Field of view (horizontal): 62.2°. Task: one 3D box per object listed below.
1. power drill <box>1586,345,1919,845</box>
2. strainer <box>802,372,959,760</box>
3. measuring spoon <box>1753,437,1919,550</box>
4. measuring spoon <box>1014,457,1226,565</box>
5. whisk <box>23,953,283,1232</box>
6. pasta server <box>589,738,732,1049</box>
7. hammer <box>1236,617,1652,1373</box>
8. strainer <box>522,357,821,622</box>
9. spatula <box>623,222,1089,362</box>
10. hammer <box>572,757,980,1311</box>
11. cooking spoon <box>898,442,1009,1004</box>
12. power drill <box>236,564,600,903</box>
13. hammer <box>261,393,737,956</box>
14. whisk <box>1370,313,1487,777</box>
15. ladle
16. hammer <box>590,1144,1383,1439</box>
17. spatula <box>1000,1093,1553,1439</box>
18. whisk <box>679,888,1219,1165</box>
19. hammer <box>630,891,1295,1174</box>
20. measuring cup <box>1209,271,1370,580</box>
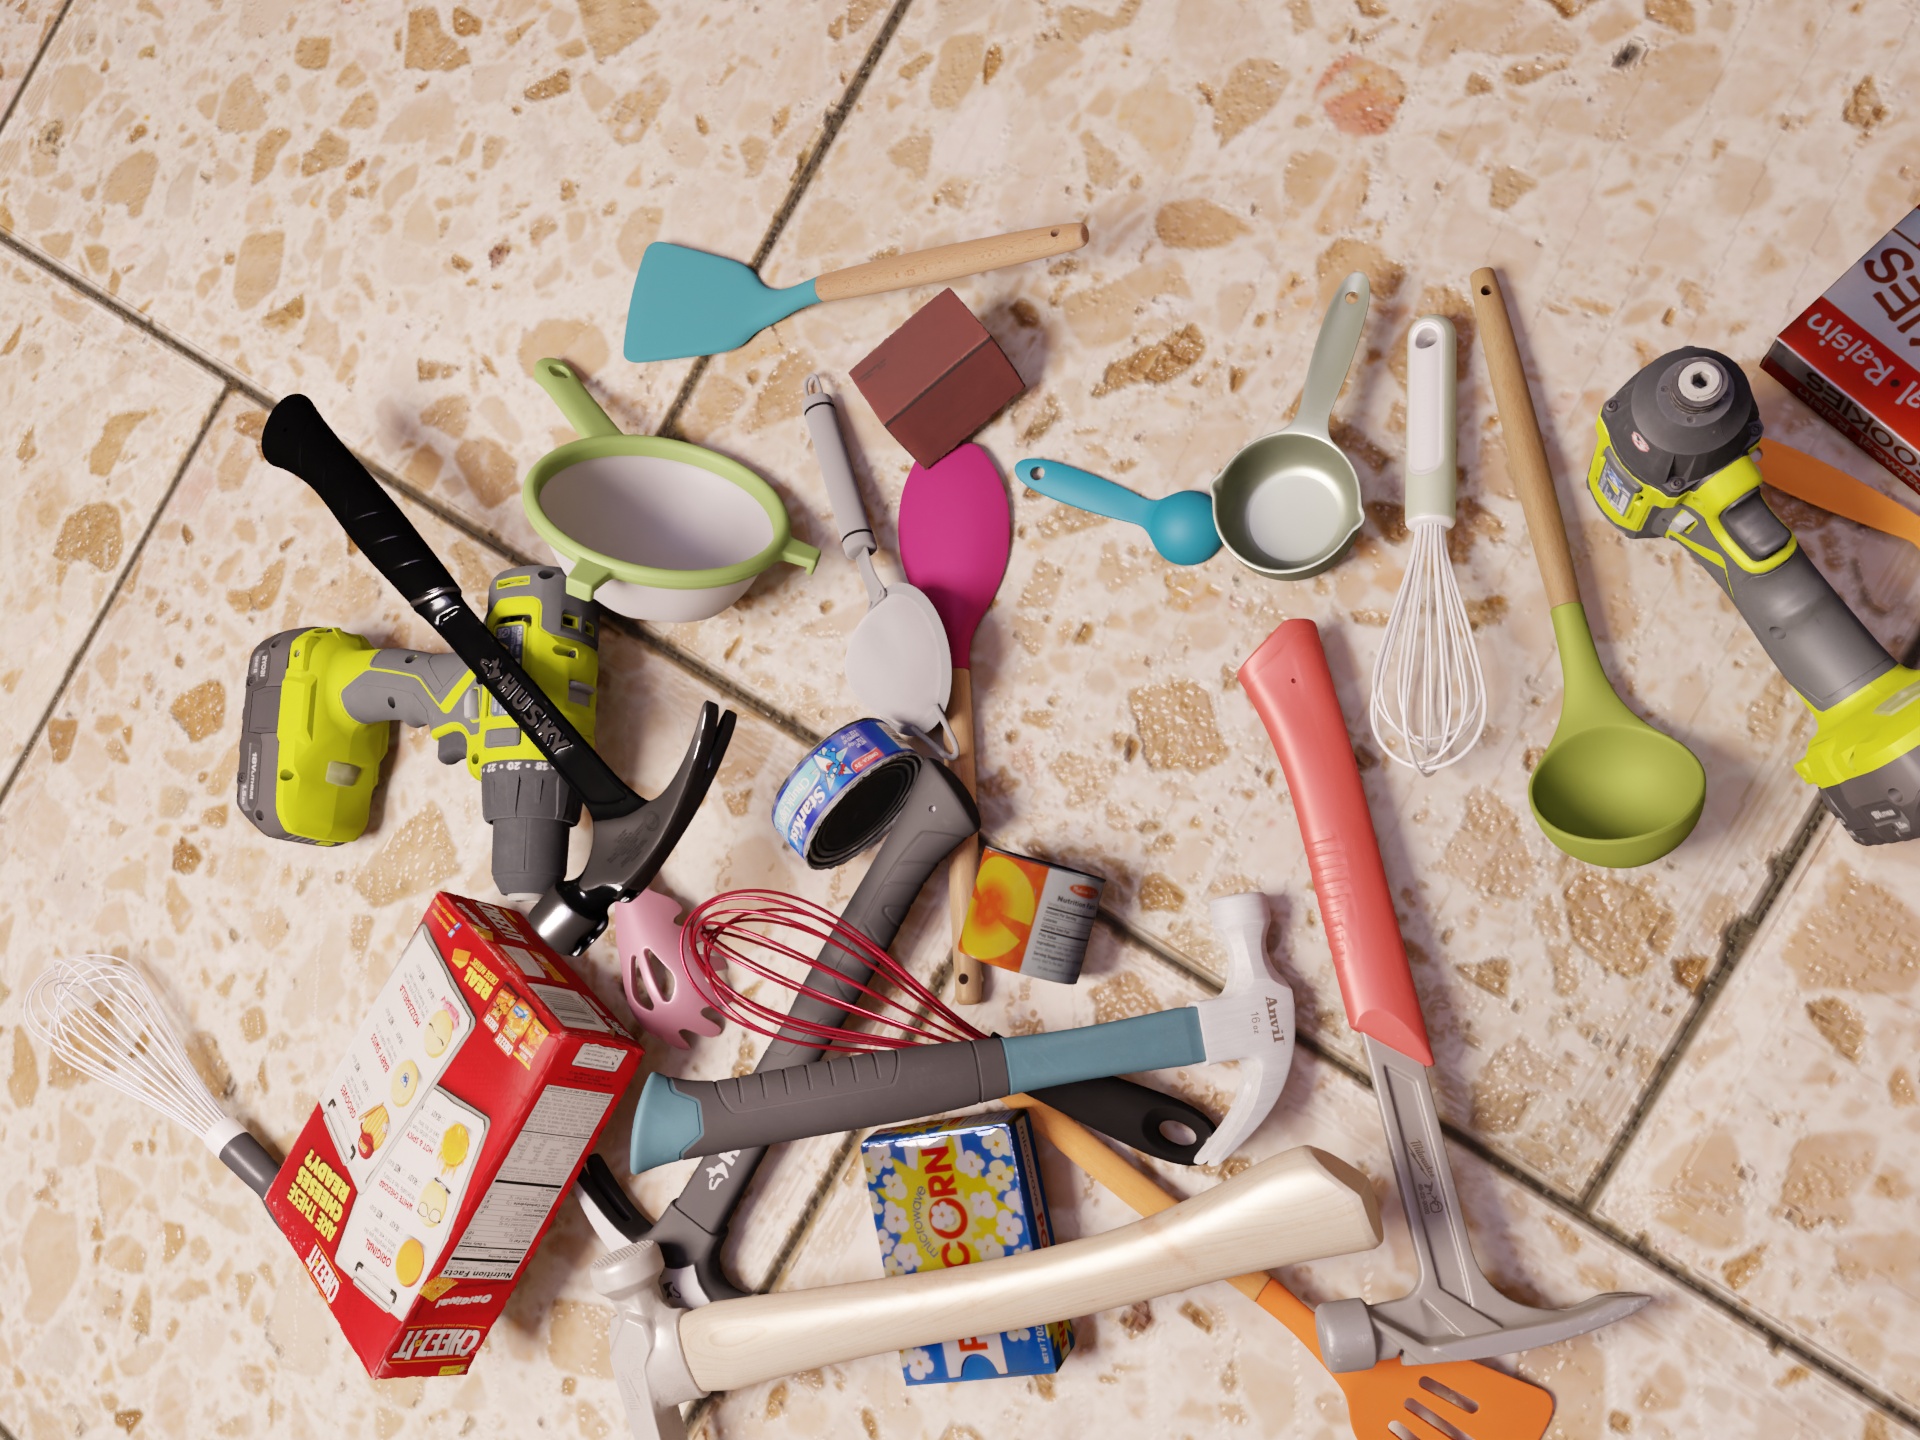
[{"bbox_3d":[0.363,-0.059,0.693,0.080,0.171,0.223,-36,75,10],"label":"power drill"},{"bbox_3d":[-0.058,-0.092,0.906,0.087,0.050,0.259,-44,56,47],"label":"strainer"},{"bbox_3d":[0.423,-0.108,0.765,0.117,0.011,0.021,35,94,24],"label":"measuring spoon"},{"bbox_3d":[0.084,-0.122,0.876,0.129,0.021,0.042,23,89,20],"label":"measuring spoon"},{"bbox_3d":[-0.481,0.241,1.000,0.285,0.070,0.070,36,94,15],"label":"whisk"},{"bbox_3d":[-0.213,0.045,0.953,0.060,0.040,0.316,-28,69,13],"label":"pasta server"},{"bbox_3d":[0.211,0.120,0.777,0.149,0.036,0.359,-11,74,0],"label":"hammer"},{"bbox_3d":[-0.205,-0.131,0.952,0.257,0.151,0.069,49,137,38],"label":"strainer"},{"bbox_3d":[-0.067,-0.256,0.915,0.317,0.044,0.082,0,75,37],"label":"spatula"},{"bbox_3d":[-0.090,0.170,0.870,0.146,0.035,0.335,32,96,17],"label":"hammer"},{"bbox_3d":[-0.001,-0.003,0.889,0.069,0.017,0.319,-6,79,20],"label":"cooking spoon"},{"bbox_3d":[-0.317,0.016,0.949,0.228,0.080,0.191,-5,77,24],"label":"power drill"},{"bbox_3d":[-0.282,-0.061,0.894,0.149,0.036,0.409,-47,65,4],"label":"hammer"},{"bbox_3d":[0.238,-0.092,0.807,0.058,0.059,0.246,-5,74,36],"label":"whisk"},{"bbox_3d":[0.292,-0.084,0.782,0.078,0.062,0.320,-13,75,17],"label":"ladle"},{"bbox_3d":[0.006,0.293,0.778,0.410,0.038,0.146,-20,86,21],"label":"hammer"},{"bbox_3d":[0.133,0.269,0.797,0.323,0.041,0.081,34,92,25],"label":"spatula"},{"bbox_3d":[-0.005,0.161,0.809,0.296,0.073,0.073,23,89,0],"label":"whisk"},{"bbox_3d":[0.007,0.168,0.766,0.331,0.033,0.128,-7,78,-14],"label":"hammer"},{"bbox_3d":[0.187,-0.153,0.839,0.083,0.038,0.167,17,85,21],"label":"measuring cup"}]
